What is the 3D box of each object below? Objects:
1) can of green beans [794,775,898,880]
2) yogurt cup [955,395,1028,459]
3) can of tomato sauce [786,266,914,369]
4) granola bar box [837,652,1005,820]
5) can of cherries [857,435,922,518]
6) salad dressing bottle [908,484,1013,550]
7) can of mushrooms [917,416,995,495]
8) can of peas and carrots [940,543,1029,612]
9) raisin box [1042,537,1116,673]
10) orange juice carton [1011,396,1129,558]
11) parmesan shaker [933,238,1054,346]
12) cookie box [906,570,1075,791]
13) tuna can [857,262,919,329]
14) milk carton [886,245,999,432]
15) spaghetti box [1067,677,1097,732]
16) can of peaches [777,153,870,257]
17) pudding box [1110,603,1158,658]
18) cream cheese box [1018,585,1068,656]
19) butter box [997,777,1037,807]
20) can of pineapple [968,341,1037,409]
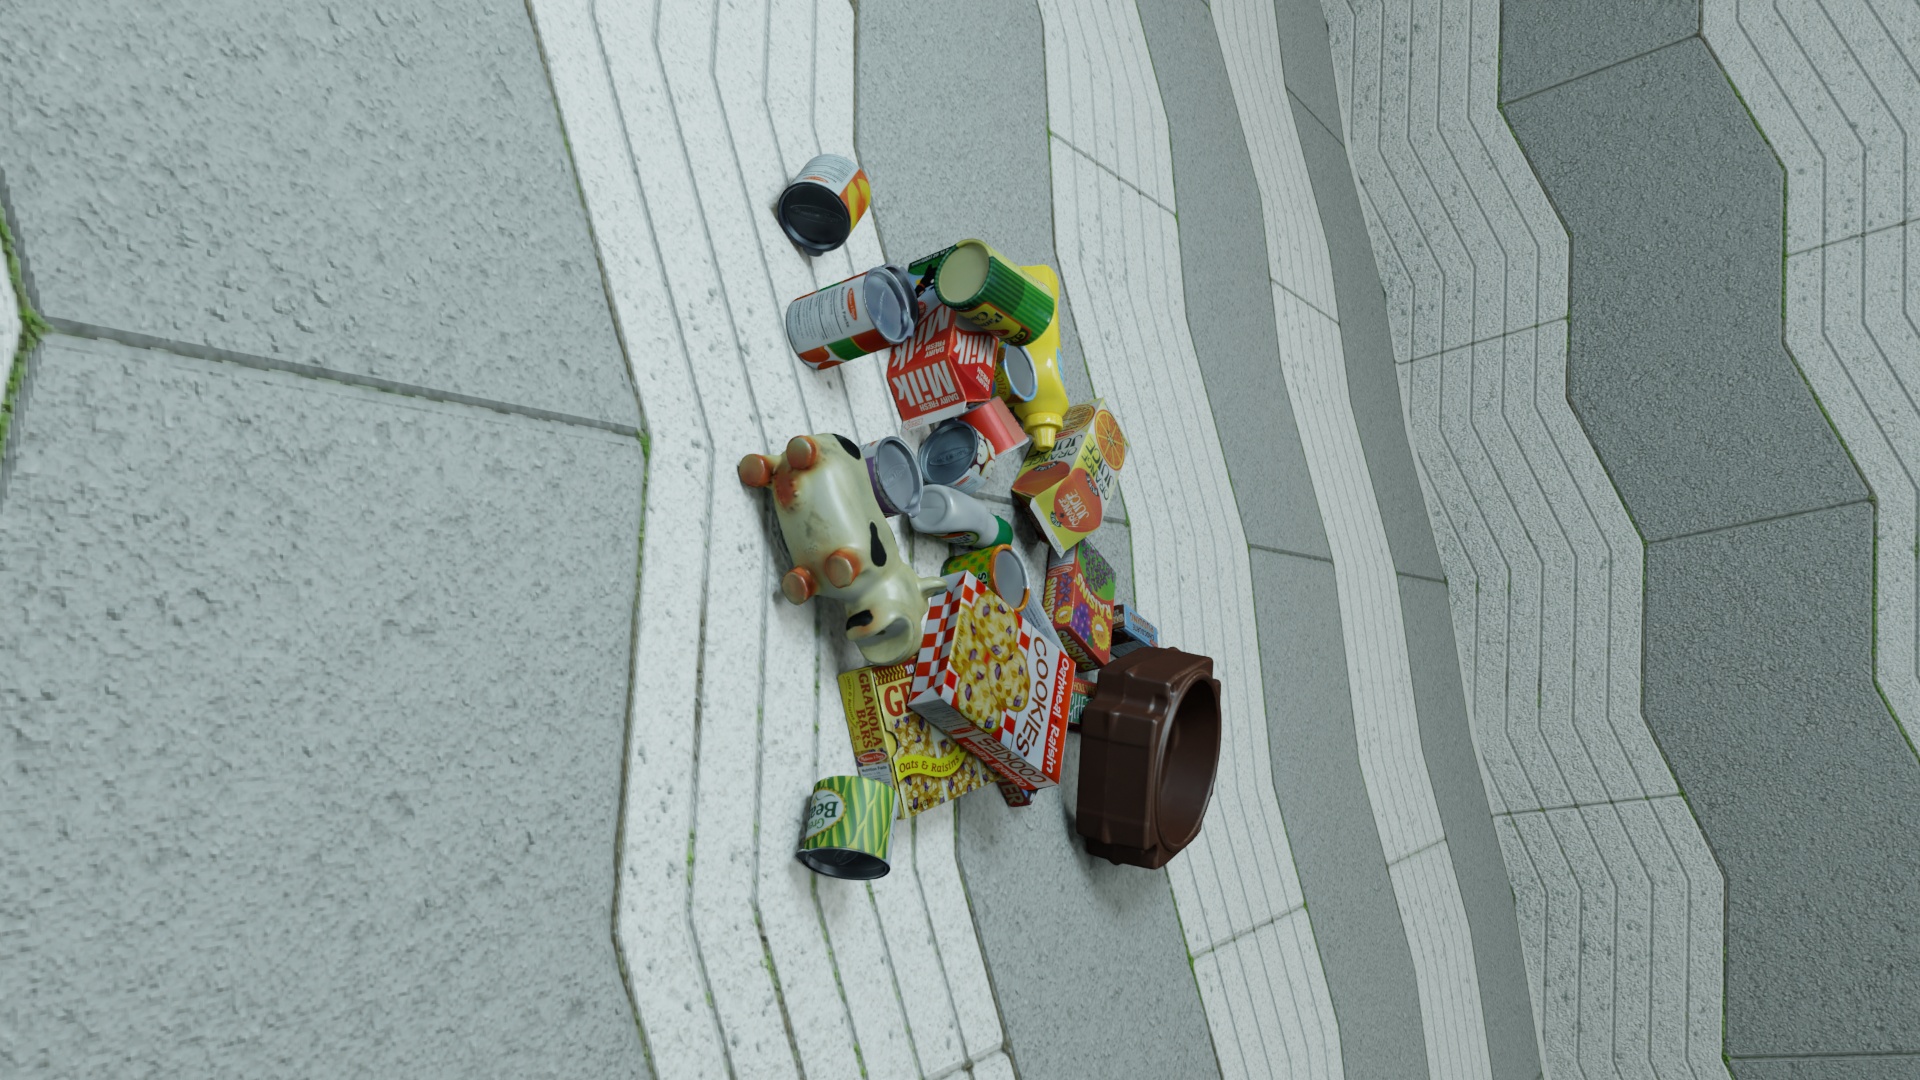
[{"bbox_3d":[-0.081,0.214,1.033,0.071,0.071,0.058,43,43,-43],"label":"can of green beans"},{"bbox_3d":[0.025,-0.105,1.351,0.054,0.072,0.073,63,32,-5],"label":"yogurt cup"},{"bbox_3d":[-0.093,-0.185,1.170,0.071,0.083,0.071,31,52,-50],"label":"can of tomato sauce"},{"bbox_3d":[-0.024,0.155,1.166,0.166,0.039,0.124,-9,85,-55],"label":"granola bar box"},{"bbox_3d":[-0.073,-0.046,1.167,0.071,0.058,0.072,33,50,-50],"label":"can of cherries"},{"bbox_3d":[0.005,-0.016,1.283,0.147,0.064,0.044,21,70,-63],"label":"salad dressing bottle"},{"bbox_3d":[-0.003,-0.077,1.287,0.033,0.071,0.071,36,49,-48],"label":"can of mushrooms"},{"bbox_3d":[0.023,0.042,1.285,0.071,0.058,0.071,31,51,-49],"label":"can of peas and carrots"},{"bbox_3d":[0.125,0.065,1.463,0.086,0.040,0.124,47,39,-40],"label":"raisin box"},{"bbox_3d":[0.114,-0.066,1.468,0.071,0.073,0.194,59,35,-26],"label":"orange juice carton"},{"bbox_3d":[0.029,-0.226,1.268,0.103,0.071,0.071,22,59,-51],"label":"parmesan shaker"},{"bbox_3d":[0.031,0.122,1.184,0.167,0.040,0.123,41,47,-37],"label":"cookie box"},{"bbox_3d":[-0.069,-0.220,1.274,0.071,0.033,0.071,31,52,-50],"label":"tuna can"},{"bbox_3d":[-0.014,-0.184,1.311,0.073,0.072,0.191,44,42,-40],"label":"milk carton"},{"bbox_3d":[0.122,0.167,1.400,0.250,0.028,0.050,23,57,-60],"label":"spaghetti box"},{"bbox_3d":[-0.117,-0.289,1.196,0.071,0.071,0.058,57,35,-28],"label":"can of peaches"},{"bbox_3d":[0.178,0.100,1.524,0.083,0.049,0.030,34,48,-48],"label":"pudding box"},{"bbox_3d":[0.071,0.076,1.360,0.103,0.024,0.053,61,-4,-23],"label":"cream cheese box"},{"bbox_3d":[0.043,0.191,1.289,0.103,0.024,0.053,63,32,-20],"label":"butter box"},{"bbox_3d":[0.036,-0.164,1.398,0.071,0.058,0.071,30,53,-50],"label":"can of pineapple"}]
